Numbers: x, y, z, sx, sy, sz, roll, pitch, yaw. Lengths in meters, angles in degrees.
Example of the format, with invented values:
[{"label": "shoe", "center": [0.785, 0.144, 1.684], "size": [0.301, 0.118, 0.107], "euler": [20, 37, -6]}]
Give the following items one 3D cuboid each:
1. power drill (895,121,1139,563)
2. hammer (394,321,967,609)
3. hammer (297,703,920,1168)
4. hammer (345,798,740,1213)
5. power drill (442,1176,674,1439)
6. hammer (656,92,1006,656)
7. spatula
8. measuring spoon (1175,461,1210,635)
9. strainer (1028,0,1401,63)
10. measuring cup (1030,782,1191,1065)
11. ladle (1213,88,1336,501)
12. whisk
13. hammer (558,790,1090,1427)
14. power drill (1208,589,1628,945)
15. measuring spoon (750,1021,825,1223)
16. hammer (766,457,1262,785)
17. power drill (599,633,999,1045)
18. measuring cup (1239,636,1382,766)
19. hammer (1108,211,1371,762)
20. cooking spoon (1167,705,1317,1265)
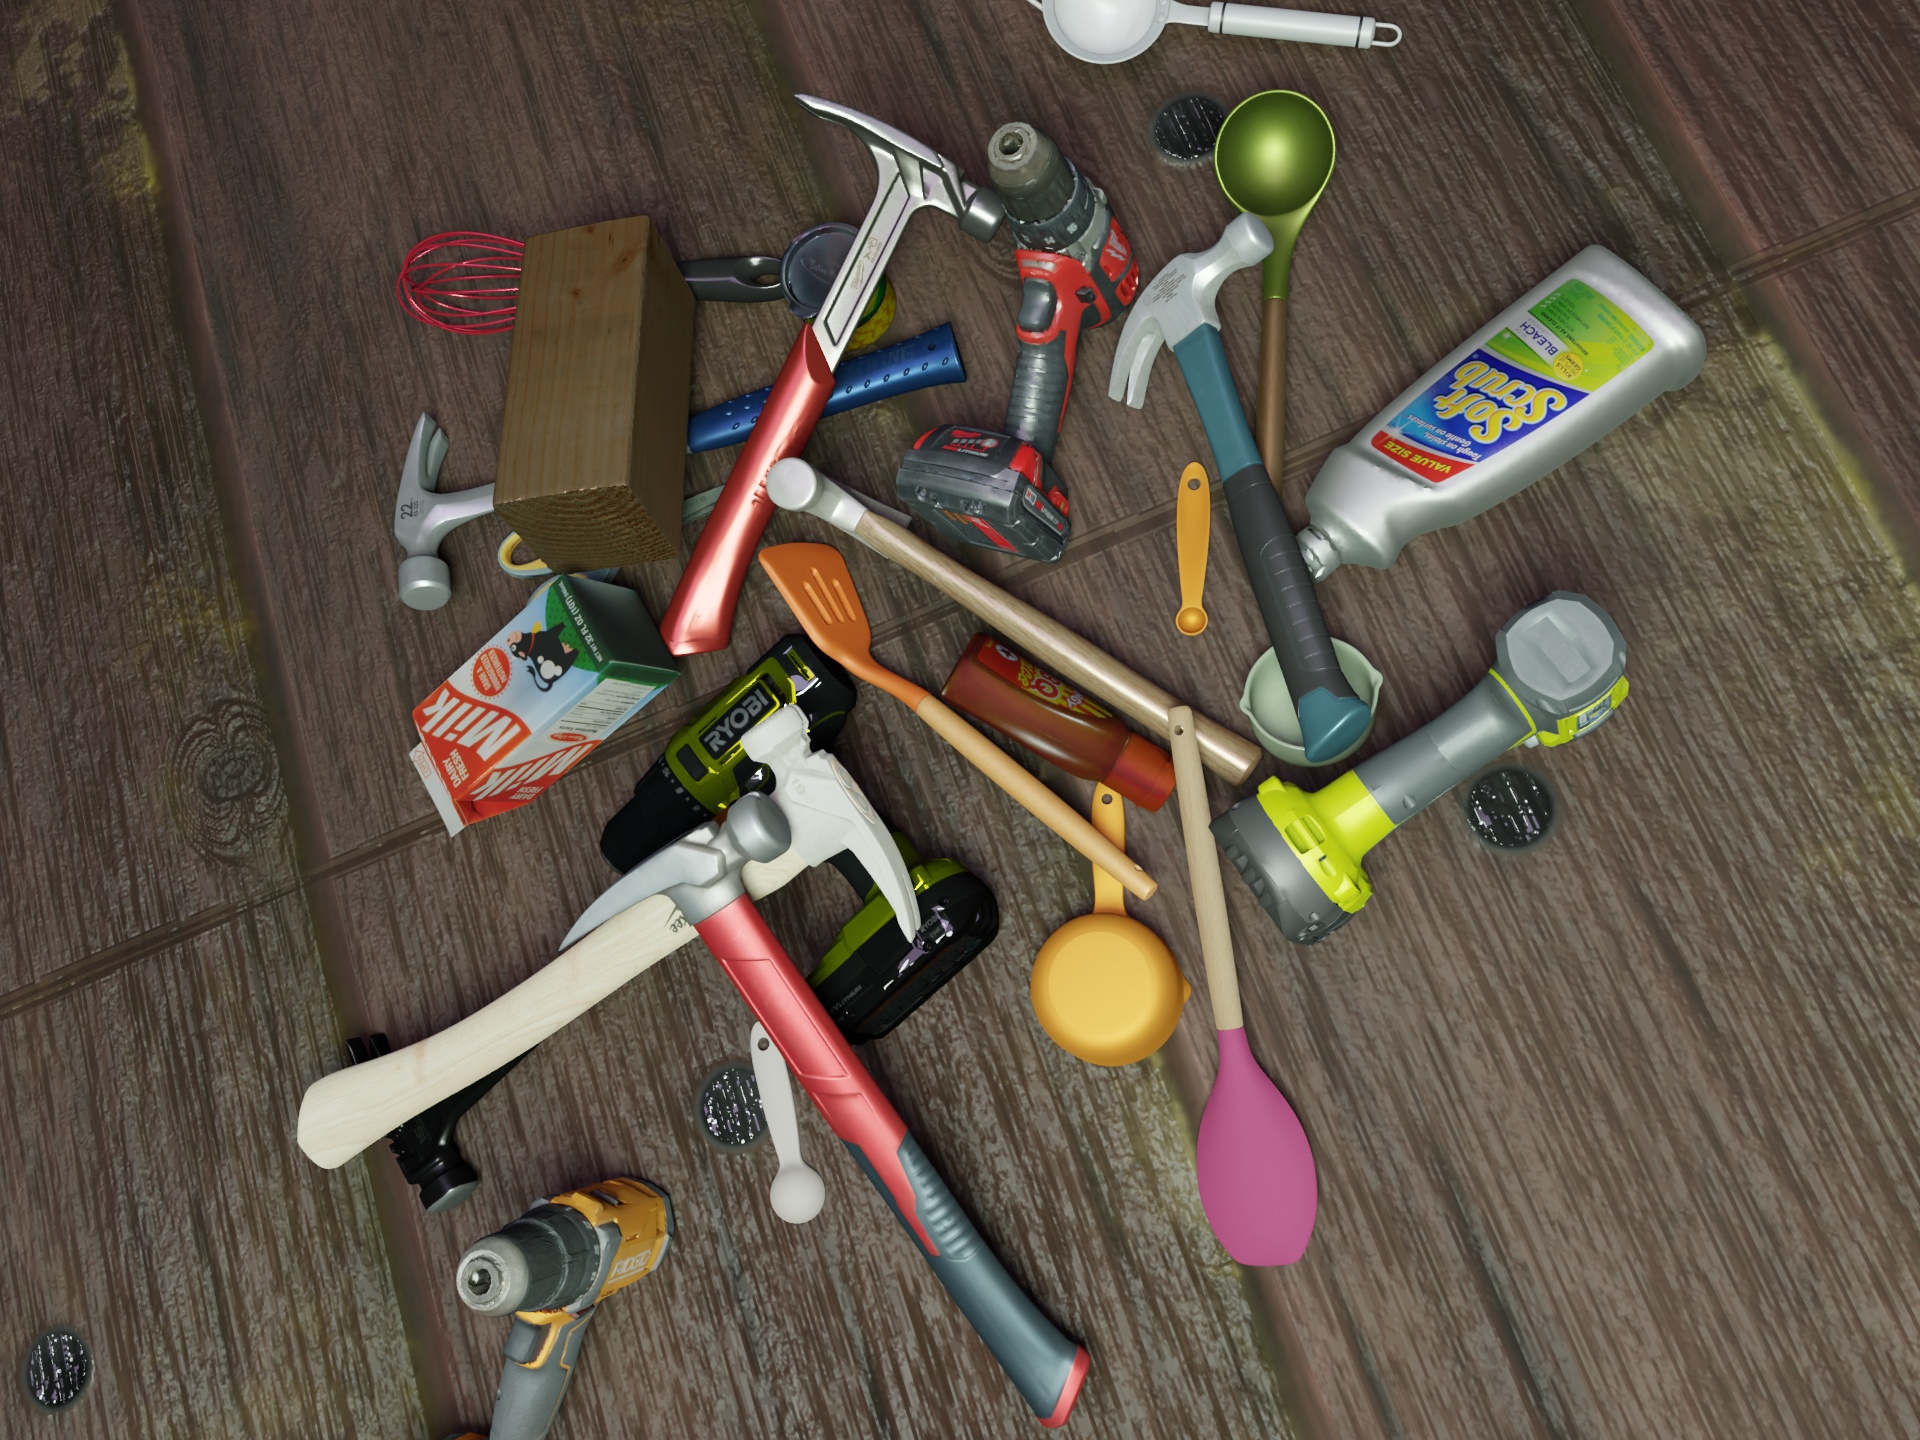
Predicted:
[{"label": "power drill", "center": [0.037, -0.227, 0.962], "size": [0.080, 0.187, 0.227], "euler": [15, 85, 23]}, {"label": "hammer", "center": [-0.196, -0.195, 1.079], "size": [0.405, 0.035, 0.144], "euler": [-16, 63, 7]}, {"label": "hammer", "center": [-0.218, 0.159, 0.923], "size": [0.410, 0.038, 0.146], "euler": [-33, 94, 14]}, {"label": "hammer", "center": [-0.242, 0.156, 0.974], "size": [0.337, 0.034, 0.127], "euler": [-41, 71, 16]}, {"label": "power drill", "center": [-0.253, 0.372, 0.889], "size": [0.084, 0.185, 0.226], "euler": [22, 86, 16]}, {"label": "hammer", "center": [-0.114, -0.206, 1.018], "size": [0.149, 0.037, 0.359], "euler": [27, 99, -6]}, {"label": "spatula", "center": [-0.002, -0.003, 0.971], "size": [0.323, 0.081, 0.041], "euler": [40, 116, 22]}, {"label": "measuring spoon", "center": [0.146, -0.107, 0.999], "size": [0.021, 0.011, 0.117], "euler": [0, 73, 13]}, {"label": "strainer", "center": [0.163, -0.469, 1.064], "size": [0.258, 0.050, 0.087], "euler": [10, 86, 10]}, {"label": "measuring cup", "center": [0.085, 0.115, 0.936], "size": [0.095, 0.052, 0.174], "euler": [-3, 77, 13]}, {"label": "ladle", "center": [0.191, -0.241, 0.986], "size": [0.078, 0.062, 0.320], "euler": [-1, 75, 23]}, {"label": "whisk", "center": [-0.258, -0.310, 1.119], "size": [0.296, 0.073, 0.073], "euler": [2, 77, 7]}, {"label": "hammer", "center": [-0.061, 0.233, 0.876], "size": [0.143, 0.038, 0.386], "euler": [-32, 95, 15]}, {"label": "power drill", "center": [0.257, 0.028, 0.865], "size": [0.223, 0.171, 0.080], "euler": [-37, 70, 12]}, {"label": "measuring spoon", "center": [-0.112, 0.244, 0.970], "size": [0.034, 0.018, 0.124], "euler": [-18, 73, 9]}, {"label": "hammer", "center": [0.036, -0.060, 0.969], "size": [0.331, 0.130, 0.031], "euler": [33, 98, 7]}, {"label": "power drill", "center": [-0.104, 0.085, 0.977], "size": [0.190, 0.080, 0.229], "euler": [-42, 69, 6]}, {"label": "measuring cup", "center": [0.203, -0.047, 0.962], "size": [0.083, 0.038, 0.168], "euler": [-12, 58, 9]}, {"label": "hammer", "center": [0.173, -0.134, 0.942], "size": [0.128, 0.033, 0.331], "euler": [-32, 63, 37]}, {"label": "cooking spoon", "center": [0.149, 0.149, 0.905], "size": [0.069, 0.017, 0.319], "euler": [-11, 84, 24]}]
